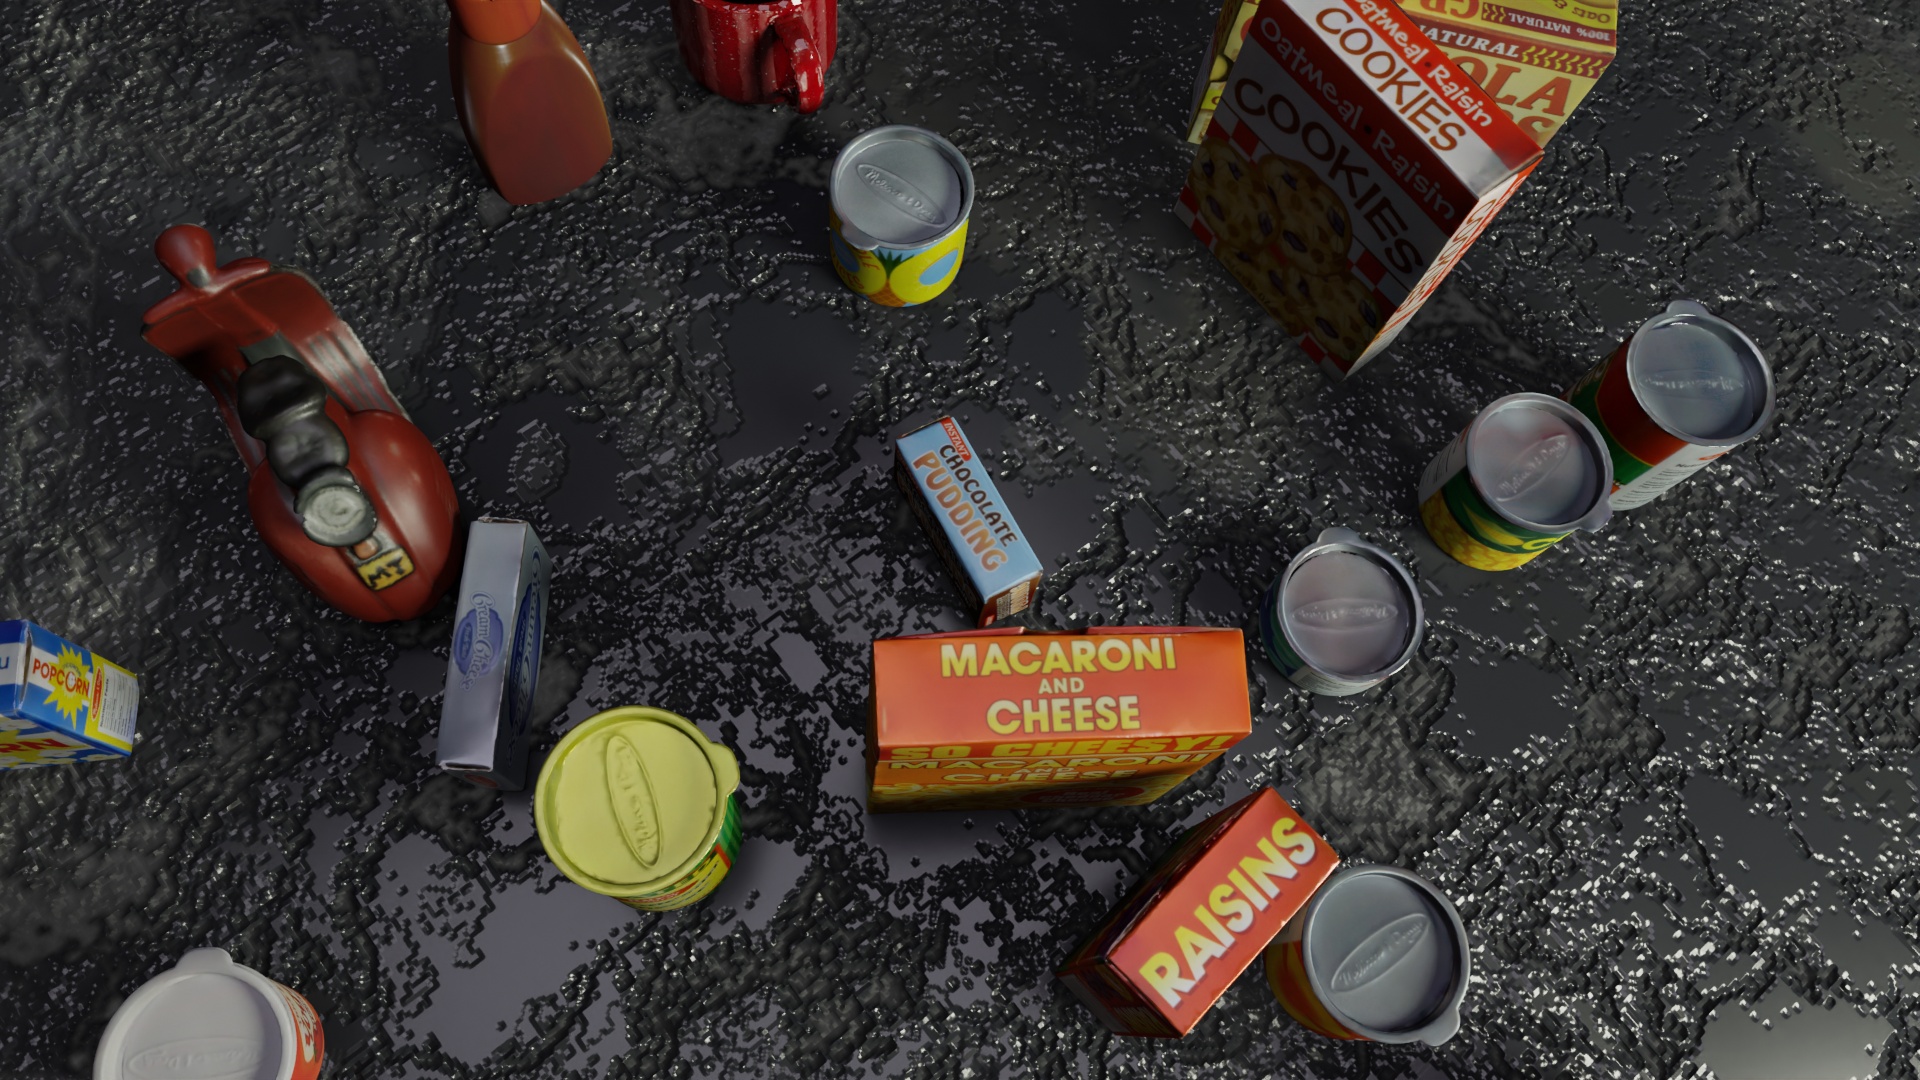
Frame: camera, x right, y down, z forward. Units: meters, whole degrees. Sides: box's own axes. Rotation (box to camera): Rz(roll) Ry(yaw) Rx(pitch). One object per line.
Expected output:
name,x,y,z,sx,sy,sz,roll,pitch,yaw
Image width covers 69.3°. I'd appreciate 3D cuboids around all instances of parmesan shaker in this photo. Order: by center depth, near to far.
parmesan shaker,-0.116,0.105,0.532,0.071,0.102,0.071,2,71,-4

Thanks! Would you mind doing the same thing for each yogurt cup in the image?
yogurt cup,-0.273,0.191,0.514,0.072,0.053,0.072,2,71,-4

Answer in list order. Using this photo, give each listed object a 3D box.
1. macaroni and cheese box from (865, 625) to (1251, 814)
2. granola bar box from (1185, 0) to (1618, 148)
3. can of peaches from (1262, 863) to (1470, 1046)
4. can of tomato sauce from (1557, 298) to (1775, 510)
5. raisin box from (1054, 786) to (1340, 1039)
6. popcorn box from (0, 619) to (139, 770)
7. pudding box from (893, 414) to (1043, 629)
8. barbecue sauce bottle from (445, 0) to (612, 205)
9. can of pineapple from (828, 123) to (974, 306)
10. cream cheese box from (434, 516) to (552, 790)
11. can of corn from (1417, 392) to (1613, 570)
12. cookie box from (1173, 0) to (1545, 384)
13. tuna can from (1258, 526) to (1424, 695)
macaroni and cheese box,0.026,0.071,0.522,0.124,0.166,0.040,-1,71,-5
granola bar box,0.203,-0.223,0.663,0.166,0.123,0.039,12,71,-1
can of peaches,0.162,0.168,0.557,0.071,0.058,0.071,2,71,-4
can of tomato sauce,0.315,-0.060,0.637,0.071,0.082,0.071,2,71,-4
raisin box,0.085,0.143,0.525,0.086,0.123,0.040,-41,79,-16
popcorn box,-0.401,0.065,0.531,0.127,0.085,0.038,-6,72,-7
pudding box,0.002,-0.008,0.610,0.030,0.049,0.084,-26,75,-13
barbecue sauce bottle,-0.195,-0.209,0.611,0.065,0.148,0.044,-33,77,-14
can of pineapple,-0.030,-0.151,0.653,0.071,0.057,0.071,2,71,-4
cream cheese box,-0.191,0.048,0.572,0.024,0.053,0.104,3,71,-4
can of corn,0.252,-0.023,0.632,0.071,0.058,0.071,2,71,-4
cookie box,0.166,-0.158,0.614,0.040,0.167,0.123,-36,78,-15
tuna can,0.168,0.032,0.619,0.071,0.032,0.071,2,71,-4
